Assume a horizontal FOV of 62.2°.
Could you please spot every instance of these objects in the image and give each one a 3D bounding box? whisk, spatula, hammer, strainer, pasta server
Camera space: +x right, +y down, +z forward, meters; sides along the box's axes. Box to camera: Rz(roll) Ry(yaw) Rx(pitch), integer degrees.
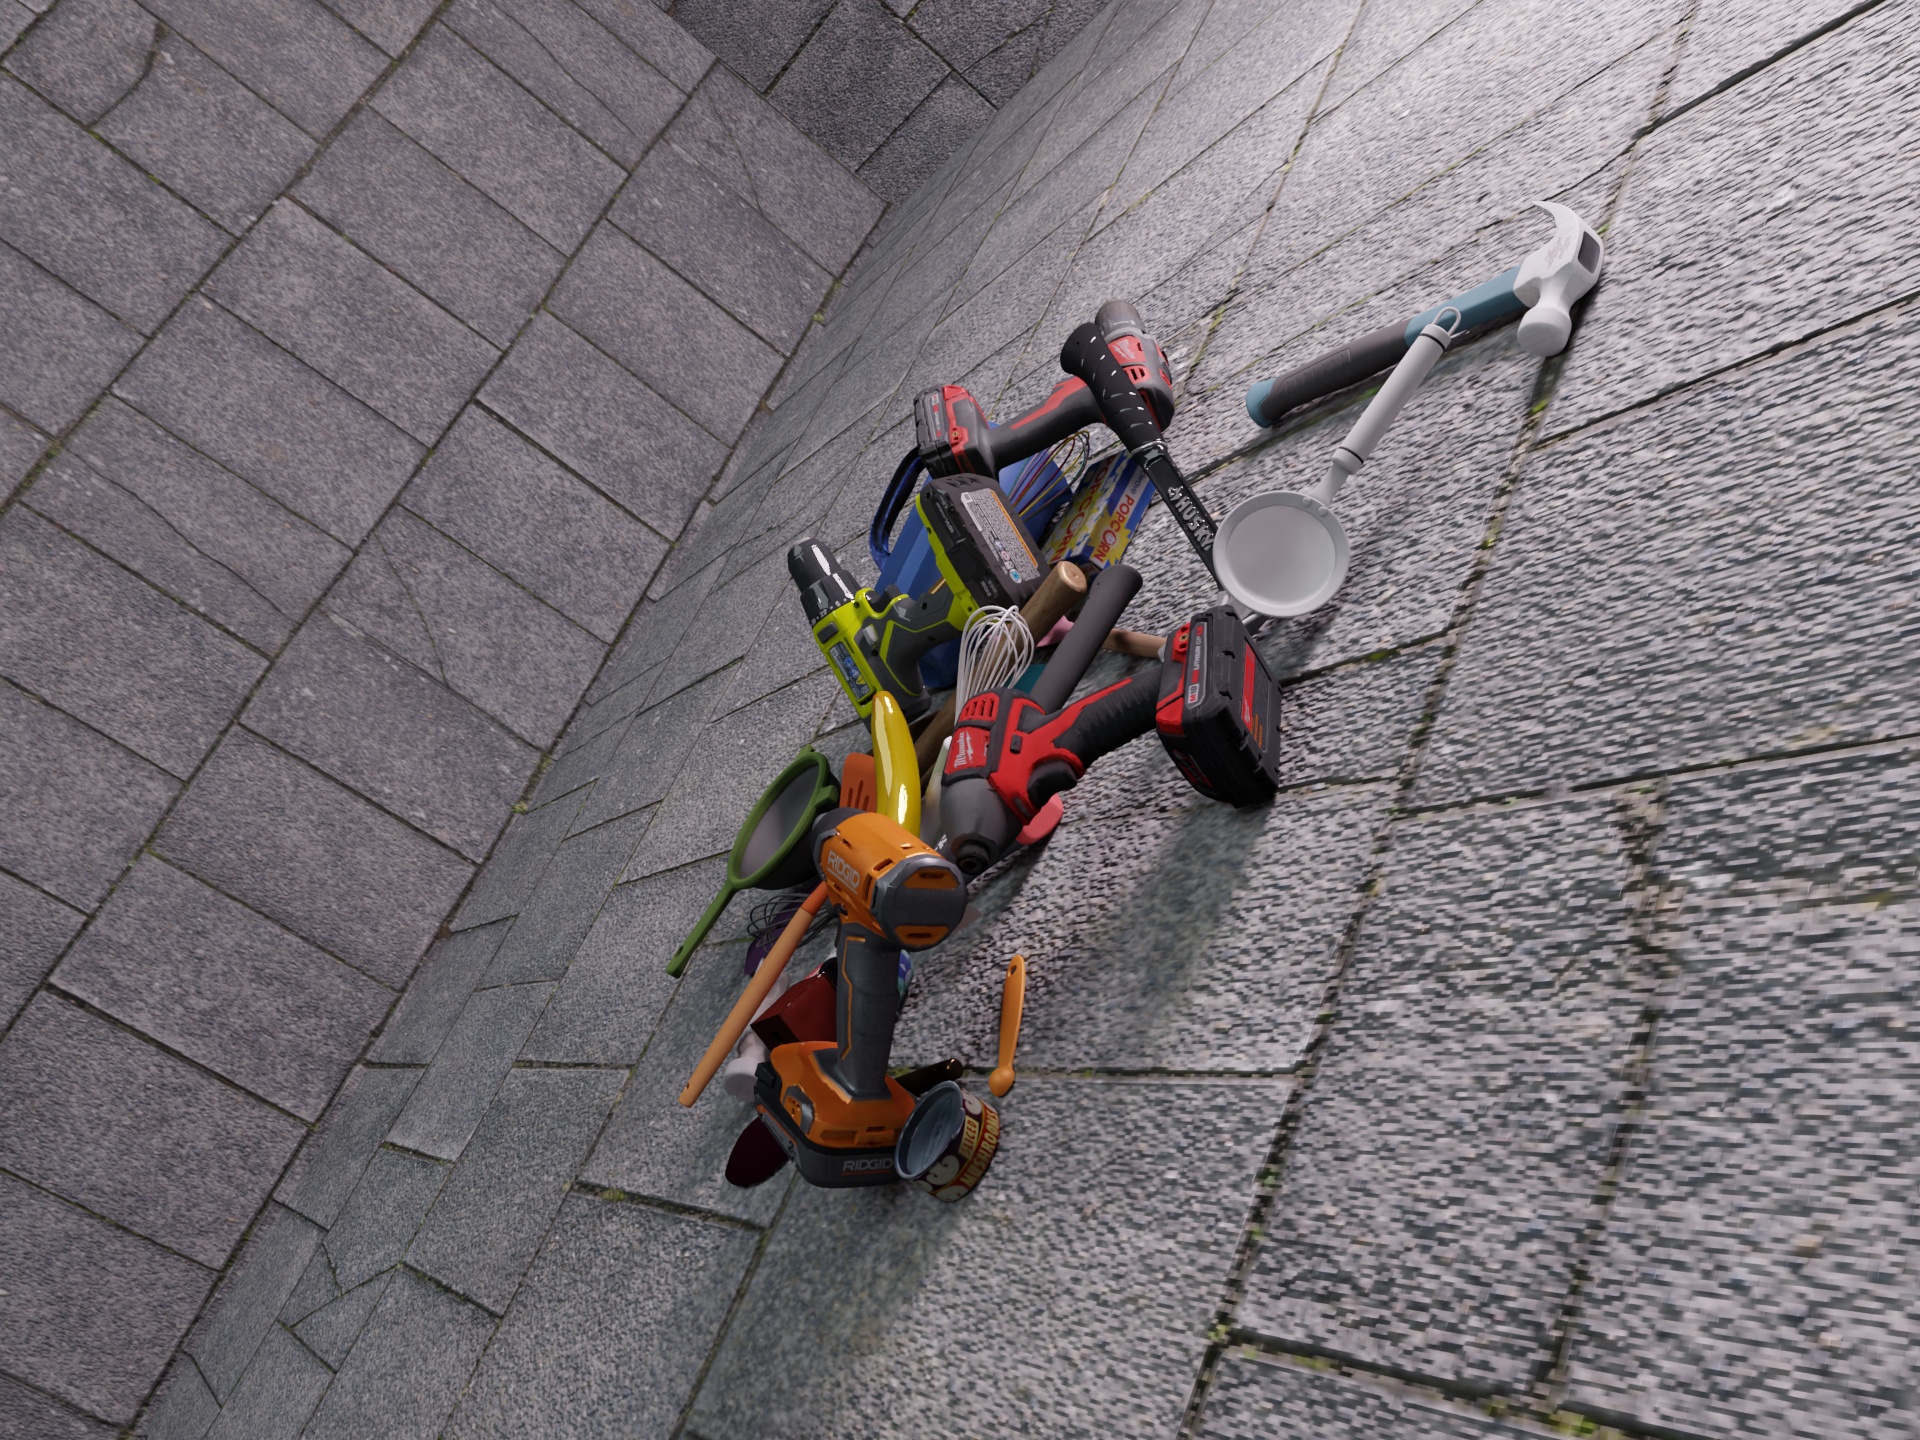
[{"bbox_3d":[0.001,0.014,1.251,0.059,0.058,0.246,-44,-22,-56],"label":"whisk"},{"bbox_3d":[-0.106,0.132,1.445,0.316,0.018,0.060,-46,23,26],"label":"spatula"},{"bbox_3d":[-0.147,0.175,1.321,0.322,0.041,0.081,-58,31,-8],"label":"spatula"},{"bbox_3d":[-0.002,-0.004,1.319,0.331,0.031,0.130,-50,36,32],"label":"hammer"},{"bbox_3d":[-0.109,0.156,1.370,0.239,0.055,0.055,-28,32,43],"label":"whisk"},{"bbox_3d":[-0.058,0.157,1.264,0.386,0.038,0.143,-42,21,30],"label":"hammer"},{"bbox_3d":[0.246,-0.159,1.025,0.258,0.087,0.050,-54,-14,0],"label":"strainer"},{"bbox_3d":[0.034,-0.175,1.450,0.245,0.051,0.047,-48,11,-4],"label":"whisk"},{"bbox_3d":[0.153,-0.199,1.209,0.149,0.036,0.409,-42,39,19],"label":"hammer"},{"bbox_3d":[0.042,0.020,1.155,0.335,0.035,0.146,-57,16,-19],"label":"hammer"},{"bbox_3d":[0.101,-0.071,1.275,0.060,0.040,0.316,-64,21,-2],"label":"pasta server"},{"bbox_3d":[-0.013,0.008,1.433,0.317,0.044,0.082,-26,35,62],"label":"spatula"},{"bbox_3d":[0.311,-0.267,1.121,0.331,0.033,0.128,-13,46,62],"label":"hammer"},{"bbox_3d":[-0.182,0.151,1.513,0.256,0.069,0.152,-54,21,4],"label":"strainer"}]

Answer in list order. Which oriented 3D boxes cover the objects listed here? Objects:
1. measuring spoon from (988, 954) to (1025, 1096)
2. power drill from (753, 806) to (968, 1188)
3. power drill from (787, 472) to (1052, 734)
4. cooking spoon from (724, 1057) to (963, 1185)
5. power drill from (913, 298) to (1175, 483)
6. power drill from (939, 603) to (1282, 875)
[{"bbox_3d":[0.029,0.195,1.037,0.021,0.011,0.117,-41,23,33],"label":"measuring spoon"},{"bbox_3d":[-0.073,0.172,1.055,0.164,0.084,0.226,30,112,58],"label":"power drill"},{"bbox_3d":[-0.047,-0.115,1.382,0.228,0.190,0.080,-35,-8,39],"label":"power drill"},{"bbox_3d":[-0.094,0.287,1.159,0.319,0.017,0.069,-33,27,47],"label":"cooking spoon"},{"bbox_3d":[0.076,-0.291,1.428,0.226,0.080,0.188,-20,40,13],"label":"power drill"},{"bbox_3d":[0.085,0.020,1.001,0.219,0.078,0.143,-19,36,28],"label":"power drill"}]
